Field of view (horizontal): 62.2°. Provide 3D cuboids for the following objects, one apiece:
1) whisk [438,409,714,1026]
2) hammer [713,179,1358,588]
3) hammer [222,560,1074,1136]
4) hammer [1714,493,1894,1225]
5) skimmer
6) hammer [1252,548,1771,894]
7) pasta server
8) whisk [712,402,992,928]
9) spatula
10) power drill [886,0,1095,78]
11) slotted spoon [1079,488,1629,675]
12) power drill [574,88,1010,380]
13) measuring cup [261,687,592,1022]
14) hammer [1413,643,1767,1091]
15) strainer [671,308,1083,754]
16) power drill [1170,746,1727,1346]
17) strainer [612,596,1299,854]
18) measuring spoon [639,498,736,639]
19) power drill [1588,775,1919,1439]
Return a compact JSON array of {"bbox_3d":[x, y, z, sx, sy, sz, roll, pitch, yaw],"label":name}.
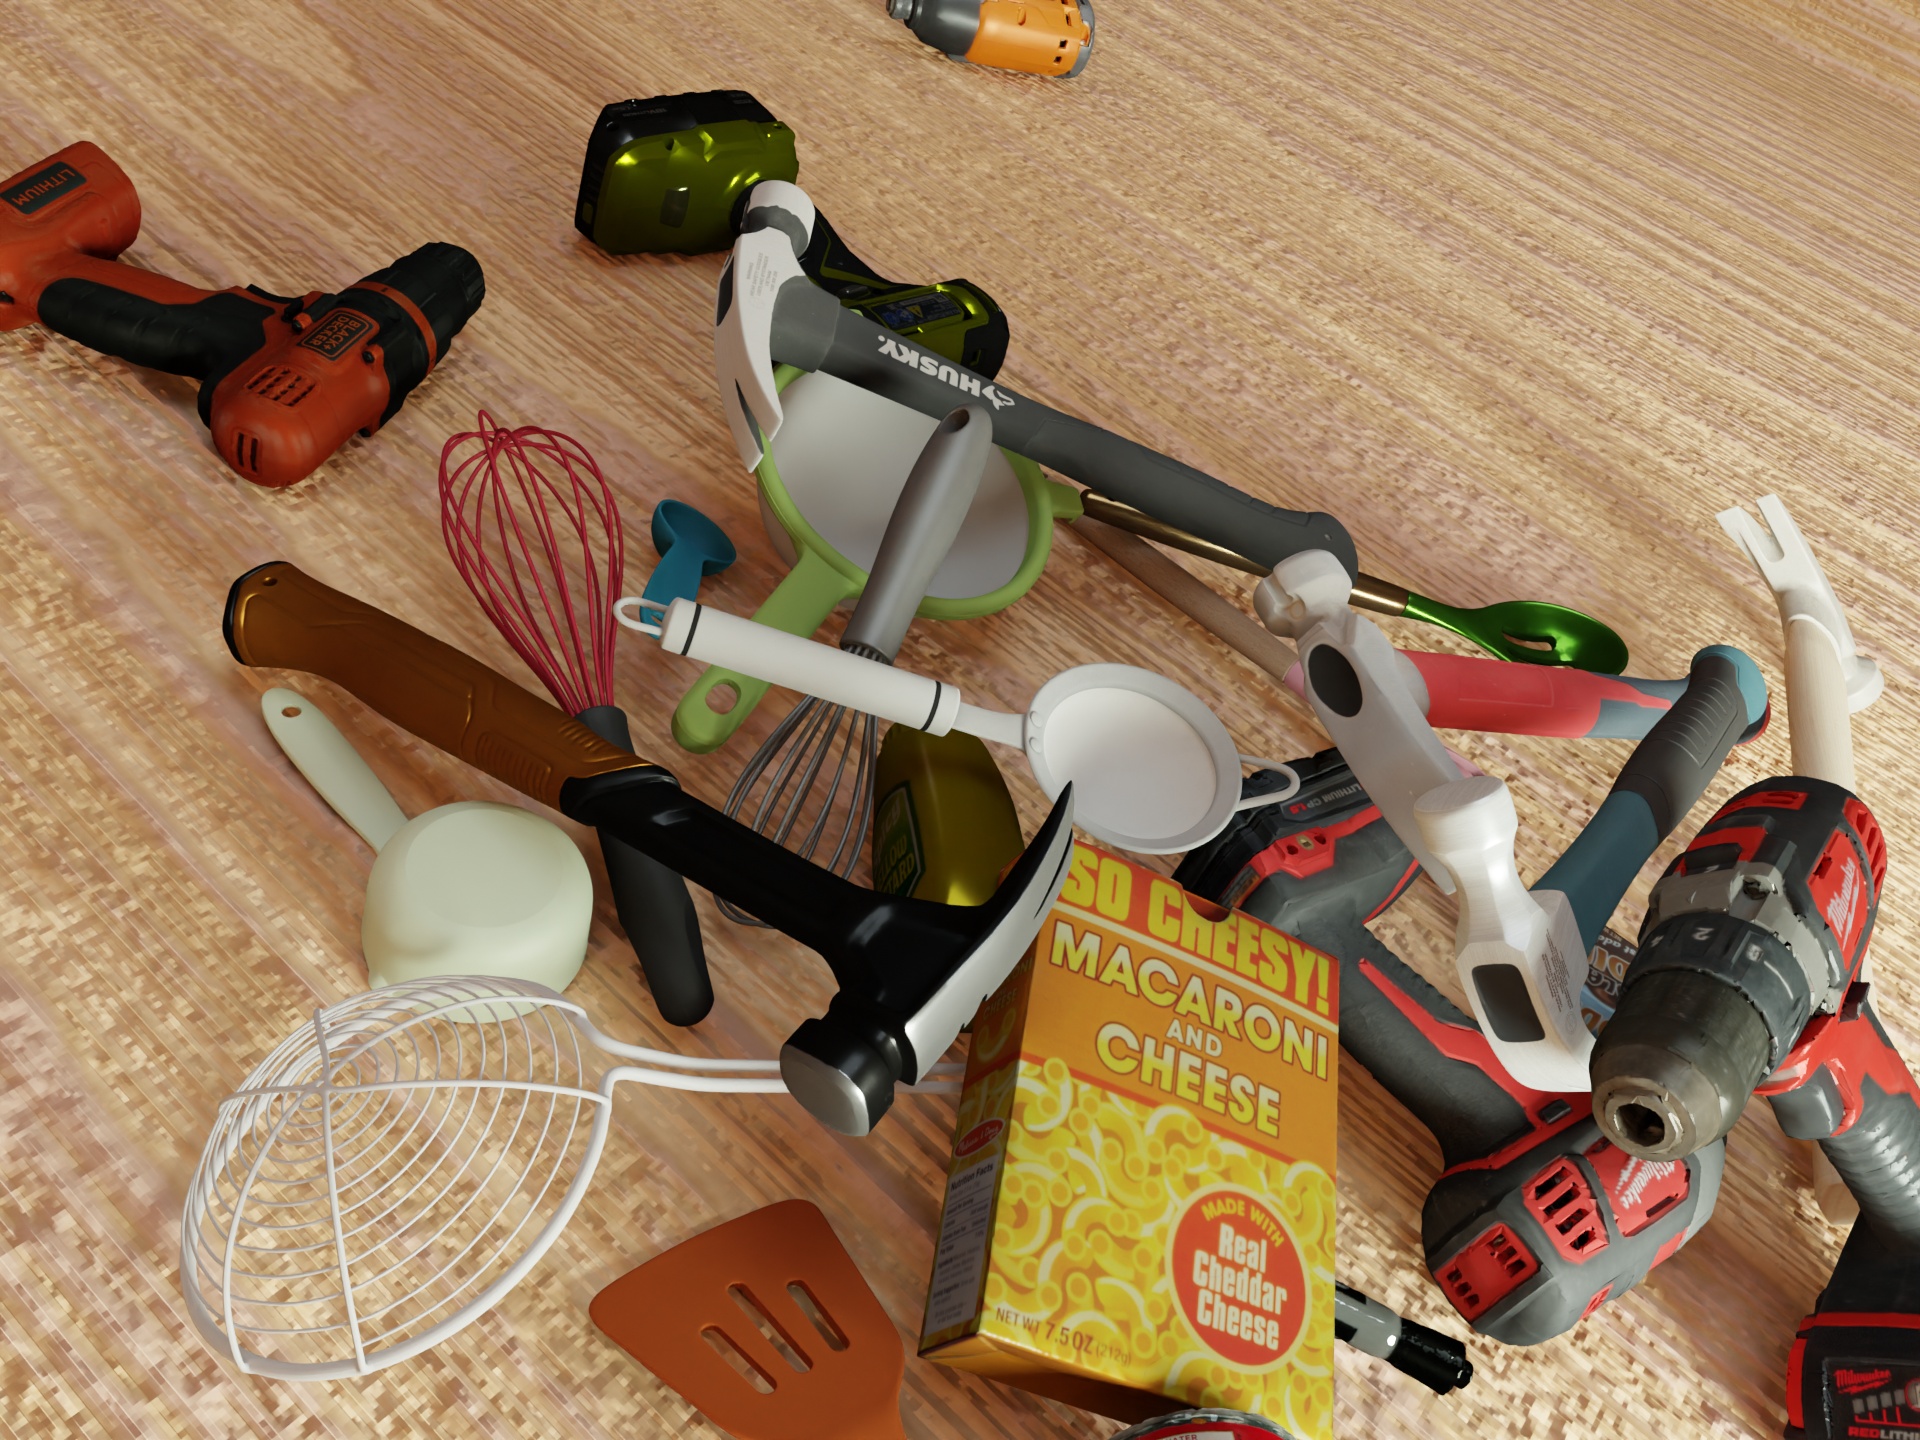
[{"bbox_3d":[-0.145,-0.013,0.614,0.073,0.073,0.296,-7,54,-29],"label":"whisk"},{"bbox_3d":[0.044,-0.125,0.734,0.334,0.035,0.146,21,52,-20],"label":"hammer"},{"bbox_3d":[-0.126,0.010,0.537,0.337,0.034,0.127,24,50,26],"label":"hammer"},{"bbox_3d":[0.410,0.052,0.760,0.146,0.038,0.411,50,41,-21],"label":"hammer"},{"bbox_3d":[-0.049,0.137,0.517,0.363,0.090,0.127,8,28,-31],"label":"skimmer"},{"bbox_3d":[0.289,0.004,0.724,0.386,0.038,0.143,3,50,-43],"label":"hammer"},{"bbox_3d":[0.140,-0.034,0.784,0.316,0.040,0.060,40,44,25],"label":"pasta server"},{"bbox_3d":[-0.034,-0.027,0.619,0.055,0.055,0.239,22,69,0],"label":"whisk"},{"bbox_3d":[0.011,0.266,0.417,0.081,0.041,0.323,-17,58,-38],"label":"spatula"},{"bbox_3d":[0.002,-0.606,1.284,0.164,0.084,0.227,0,50,-22],"label":"power drill"},{"bbox_3d":[0.207,-0.070,0.831,0.313,0.031,0.070,16,41,-13],"label":"slotted spoon"},{"bbox_3d":[-0.103,-0.246,0.864,0.171,0.080,0.223,-26,63,-40],"label":"power drill"},{"bbox_3d":[-0.195,0.033,0.557,0.168,0.038,0.083,43,45,19],"label":"measuring cup"},{"bbox_3d":[0.264,0.034,0.618,0.331,0.033,0.128,-28,102,-49],"label":"hammer"},{"bbox_3d":[-0.059,-0.063,0.701,0.151,0.069,0.256,38,50,-5],"label":"strainer"},{"bbox_3d":[0.192,0.114,0.614,0.143,0.078,0.220,-14,56,-34],"label":"power drill"},{"bbox_3d":[-0.001,-0.002,0.582,0.258,0.050,0.087,18,49,-14],"label":"strainer"},{"bbox_3d":[-0.124,-0.058,0.677,0.042,0.021,0.129,36,23,-16],"label":"measuring spoon"},{"bbox_3d":[0.287,0.149,0.527,0.188,0.080,0.226,-33,99,-43],"label":"power drill"}]
